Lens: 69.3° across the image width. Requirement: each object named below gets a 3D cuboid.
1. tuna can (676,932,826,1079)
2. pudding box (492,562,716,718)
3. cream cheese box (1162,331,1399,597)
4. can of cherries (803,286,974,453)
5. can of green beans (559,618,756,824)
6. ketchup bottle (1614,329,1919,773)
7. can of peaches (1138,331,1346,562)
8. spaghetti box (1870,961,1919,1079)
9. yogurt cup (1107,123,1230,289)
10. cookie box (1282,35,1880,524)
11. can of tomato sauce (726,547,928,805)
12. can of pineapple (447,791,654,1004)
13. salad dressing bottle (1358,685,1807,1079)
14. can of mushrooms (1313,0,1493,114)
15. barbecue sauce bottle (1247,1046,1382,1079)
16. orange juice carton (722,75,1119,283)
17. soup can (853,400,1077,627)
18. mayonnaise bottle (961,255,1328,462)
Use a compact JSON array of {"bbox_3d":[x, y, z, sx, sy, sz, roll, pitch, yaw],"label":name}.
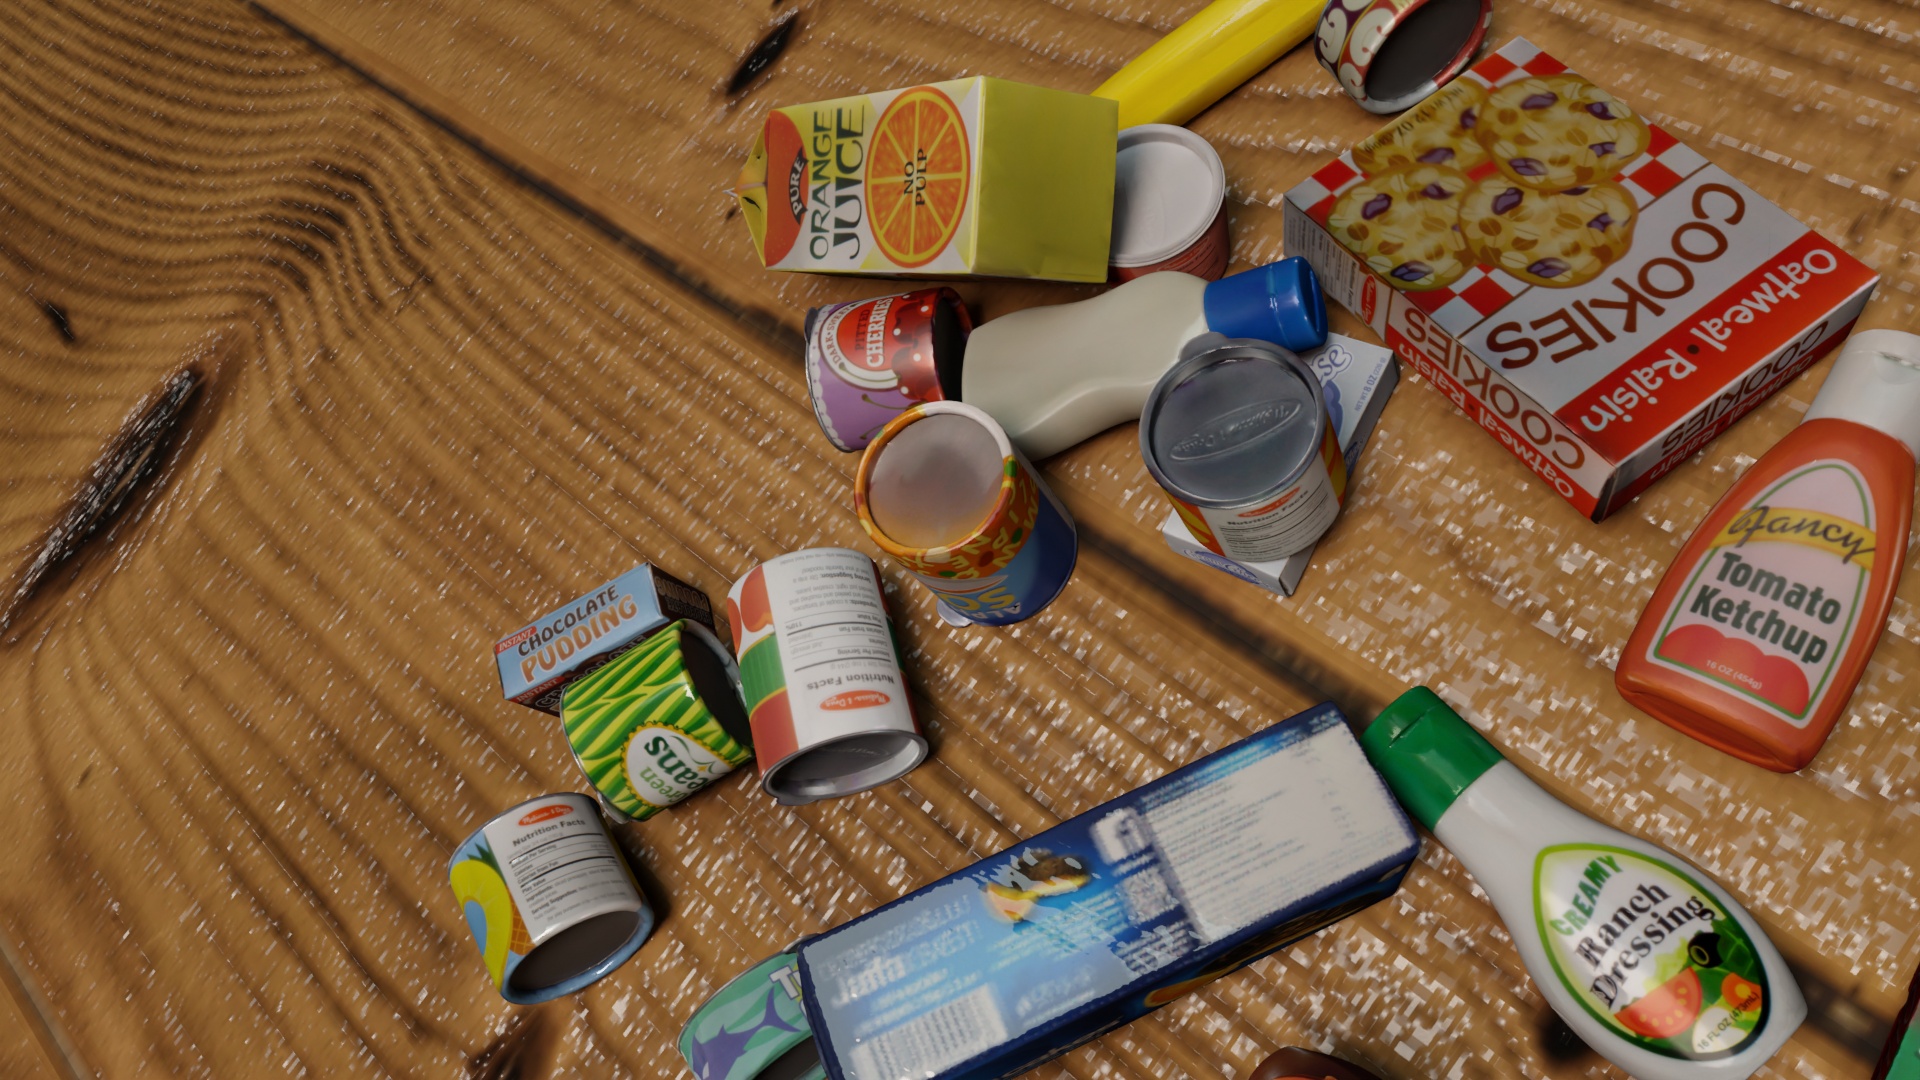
[{"bbox_3d":[-0.066,0.180,0.512,0.071,0.071,0.033,-42,62,2],"label":"tuna can"},{"bbox_3d":[-0.157,0.046,0.615,0.083,0.049,0.030,-27,63,10],"label":"pudding box"},{"bbox_3d":[0.127,-0.034,0.550,0.053,0.024,0.104,23,78,29],"label":"cream cheese box"},{"bbox_3d":[-0.028,-0.075,0.601,0.058,0.071,0.072,-6,67,20],"label":"can of cherries"},{"bbox_3d":[-0.123,0.075,0.580,0.058,0.071,0.071,-30,61,7],"label":"can of green beans"},{"bbox_3d":[0.282,0.000,0.463,0.065,0.043,0.149,28,81,29],"label":"ketchup bottle"},{"bbox_3d":[0.104,-0.034,0.510,0.071,0.058,0.071,-9,65,20],"label":"can of peaches"},{"bbox_3d":[0.284,0.177,0.396,0.050,0.028,0.250,26,80,28],"label":"spaghetti box"},{"bbox_3d":[0.083,-0.134,0.592,0.072,0.054,0.072,-8,66,19],"label":"yogurt cup"},{"bbox_3d":[0.223,-0.103,0.520,0.123,0.040,0.168,-34,60,-8],"label":"cookie box"},{"bbox_3d":[-0.056,0.055,0.563,0.071,0.071,0.083,-23,62,12],"label":"can of tomato sauce"},{"bbox_3d":[-0.167,0.147,0.569,0.071,0.071,0.058,-39,60,3],"label":"can of pineapple"},{"bbox_3d":[0.194,0.110,0.451,0.064,0.044,0.148,-43,60,-1],"label":"salad dressing bottle"},{"bbox_3d":[0.184,-0.214,0.576,0.071,0.071,0.033,-32,63,7],"label":"can of mushrooms"},{"bbox_3d":[0.107,0.174,0.399,0.065,0.148,0.044,35,85,29],"label":"barbecue sauce bottle"},{"bbox_3d":[-0.025,-0.149,0.597,0.193,0.072,0.073,14,104,50],"label":"orange juice carton"},{"bbox_3d":[0.002,-0.007,0.554,0.071,0.083,0.071,-8,67,19],"label":"soup can"},{"bbox_3d":[0.072,-0.076,0.564,0.148,0.041,0.065,-13,61,29],"label":"mayonnaise bottle"}]
